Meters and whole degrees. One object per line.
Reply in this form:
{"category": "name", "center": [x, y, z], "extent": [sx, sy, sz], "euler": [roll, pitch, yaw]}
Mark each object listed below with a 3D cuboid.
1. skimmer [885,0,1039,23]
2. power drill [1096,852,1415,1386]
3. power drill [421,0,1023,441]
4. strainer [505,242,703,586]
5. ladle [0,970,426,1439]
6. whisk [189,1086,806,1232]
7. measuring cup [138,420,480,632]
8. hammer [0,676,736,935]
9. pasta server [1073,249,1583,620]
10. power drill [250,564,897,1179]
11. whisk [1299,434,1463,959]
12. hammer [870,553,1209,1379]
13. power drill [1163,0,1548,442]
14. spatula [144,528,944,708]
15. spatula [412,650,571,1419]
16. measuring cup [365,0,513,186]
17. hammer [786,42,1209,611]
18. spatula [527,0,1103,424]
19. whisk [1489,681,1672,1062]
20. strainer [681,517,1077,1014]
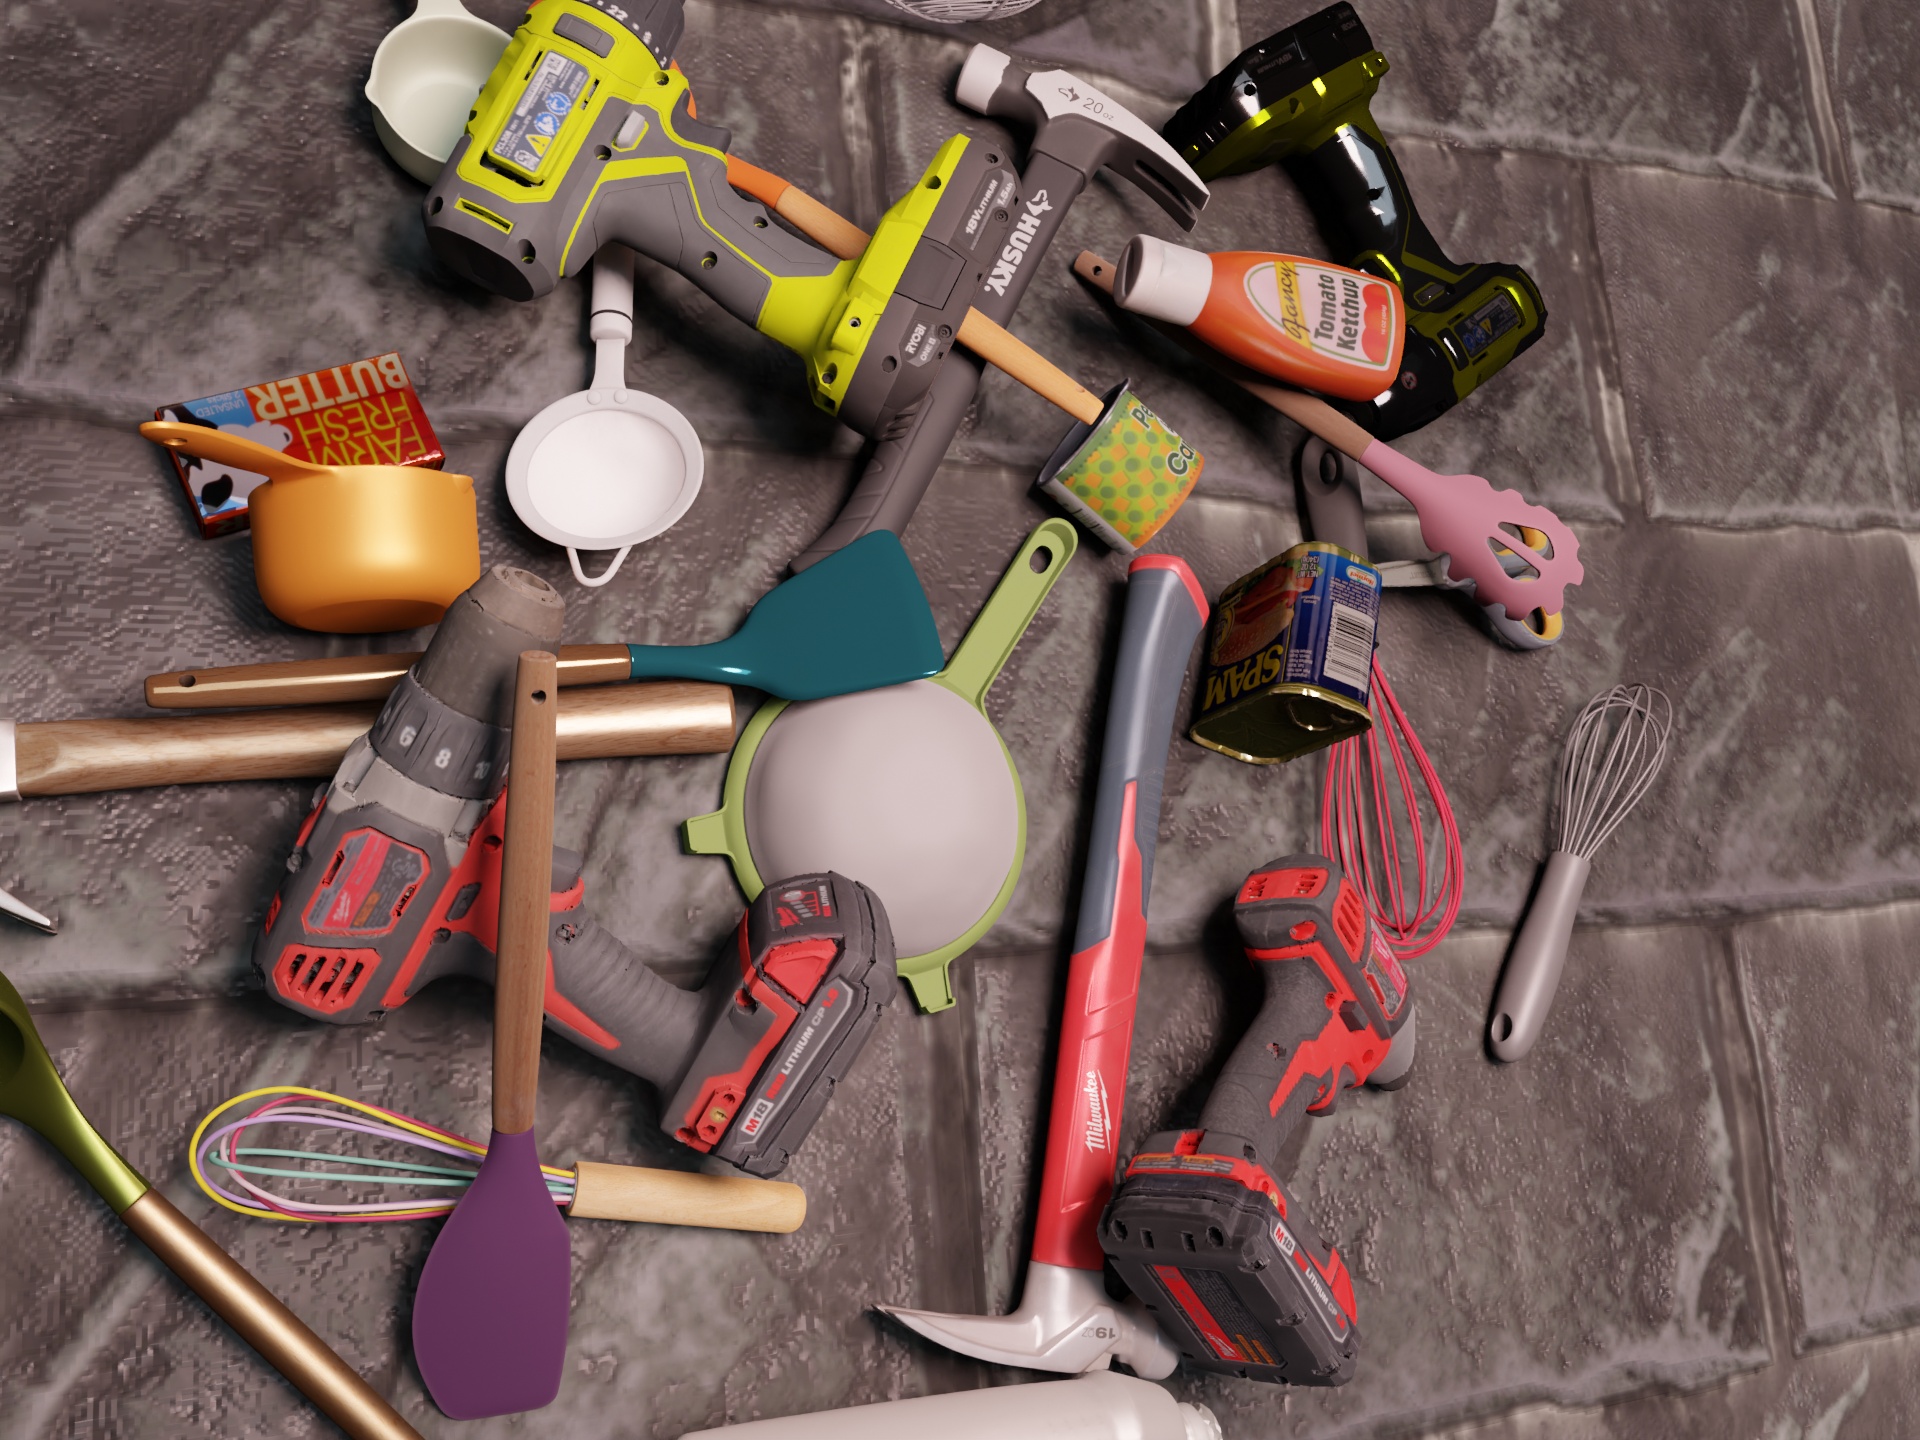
{"category": "skimmer", "center": [0.016, -0.524, 0.860], "extent": [0.127, 0.090, 0.363], "euler": [3, 72, 10]}
{"category": "power drill", "center": [0.155, 0.184, 0.739], "extent": [0.143, 0.078, 0.220], "euler": [56, 45, -26]}
{"category": "power drill", "center": [-0.094, -0.243, 0.701], "extent": [0.228, 0.080, 0.190], "euler": [26, 78, -6]}
{"category": "strainer", "center": [-0.159, -0.171, 0.731], "extent": [0.087, 0.050, 0.259], "euler": [-1, 72, -3]}
{"category": "ladle", "center": [-0.289, 0.201, 0.580], "extent": [0.078, 0.062, 0.320], "euler": [-38, 101, 18]}
{"category": "whisk", "center": [-0.177, 0.183, 0.640], "extent": [0.244, 0.051, 0.047], "euler": [13, 67, -23]}
{"category": "measuring cup", "center": [-0.248, -0.069, 0.604], "extent": [0.095, 0.173, 0.052], "euler": [-9, 84, 10]}
{"category": "hammer", "center": [-0.254, 0.010, 0.652], "extent": [0.331, 0.031, 0.130], "euler": [-4, 79, -24]}
{"category": "pasta server", "center": [0.191, -0.157, 0.843], "extent": [0.316, 0.040, 0.060], "euler": [36, 96, 9]}
{"category": "power drill", "center": [-0.137, 0.063, 0.623], "extent": [0.226, 0.080, 0.188], "euler": [28, 102, -17]}
{"category": "whisk", "center": [0.213, -0.021, 0.846], "extent": [0.073, 0.073, 0.296], "euler": [3, 71, -23]}
{"category": "hammer", "center": [0.057, 0.101, 0.754], "extent": [0.143, 0.038, 0.386], "euler": [15, 74, -21]}
{"category": "power drill", "center": [0.220, -0.272, 0.895], "extent": [0.171, 0.080, 0.223], "euler": [-37, 95, -30]}
{"category": "spatula", "center": [-0.163, -0.031, 0.663], "extent": [0.317, 0.044, 0.082], "euler": [-6, 60, -28]}
{"category": "spatula", "center": [-0.167, 0.128, 0.590], "extent": [0.059, 0.018, 0.315], "euler": [1, 107, -23]}
{"category": "measuring cup", "center": [-0.242, -0.321, 0.732], "extent": [0.083, 0.038, 0.168], "euler": [-13, 81, -25]}
{"category": "hammer", "center": [0.007, -0.185, 0.798], "extent": [0.146, 0.035, 0.335], "euler": [26, 71, -1]}
{"category": "spatula", "center": [-0.063, -0.245, 0.765], "extent": [0.322, 0.041, 0.081], "euler": [35, 44, 1]}
{"category": "whisk", "center": [0.342, 0.080, 0.884], "extent": [0.055, 0.055, 0.239], "euler": [31, 72, -14]}
{"category": "strainer", "center": [-0.001, -0.002, 0.742], "extent": [0.151, 0.069, 0.256], "euler": [37, 68, -12]}
